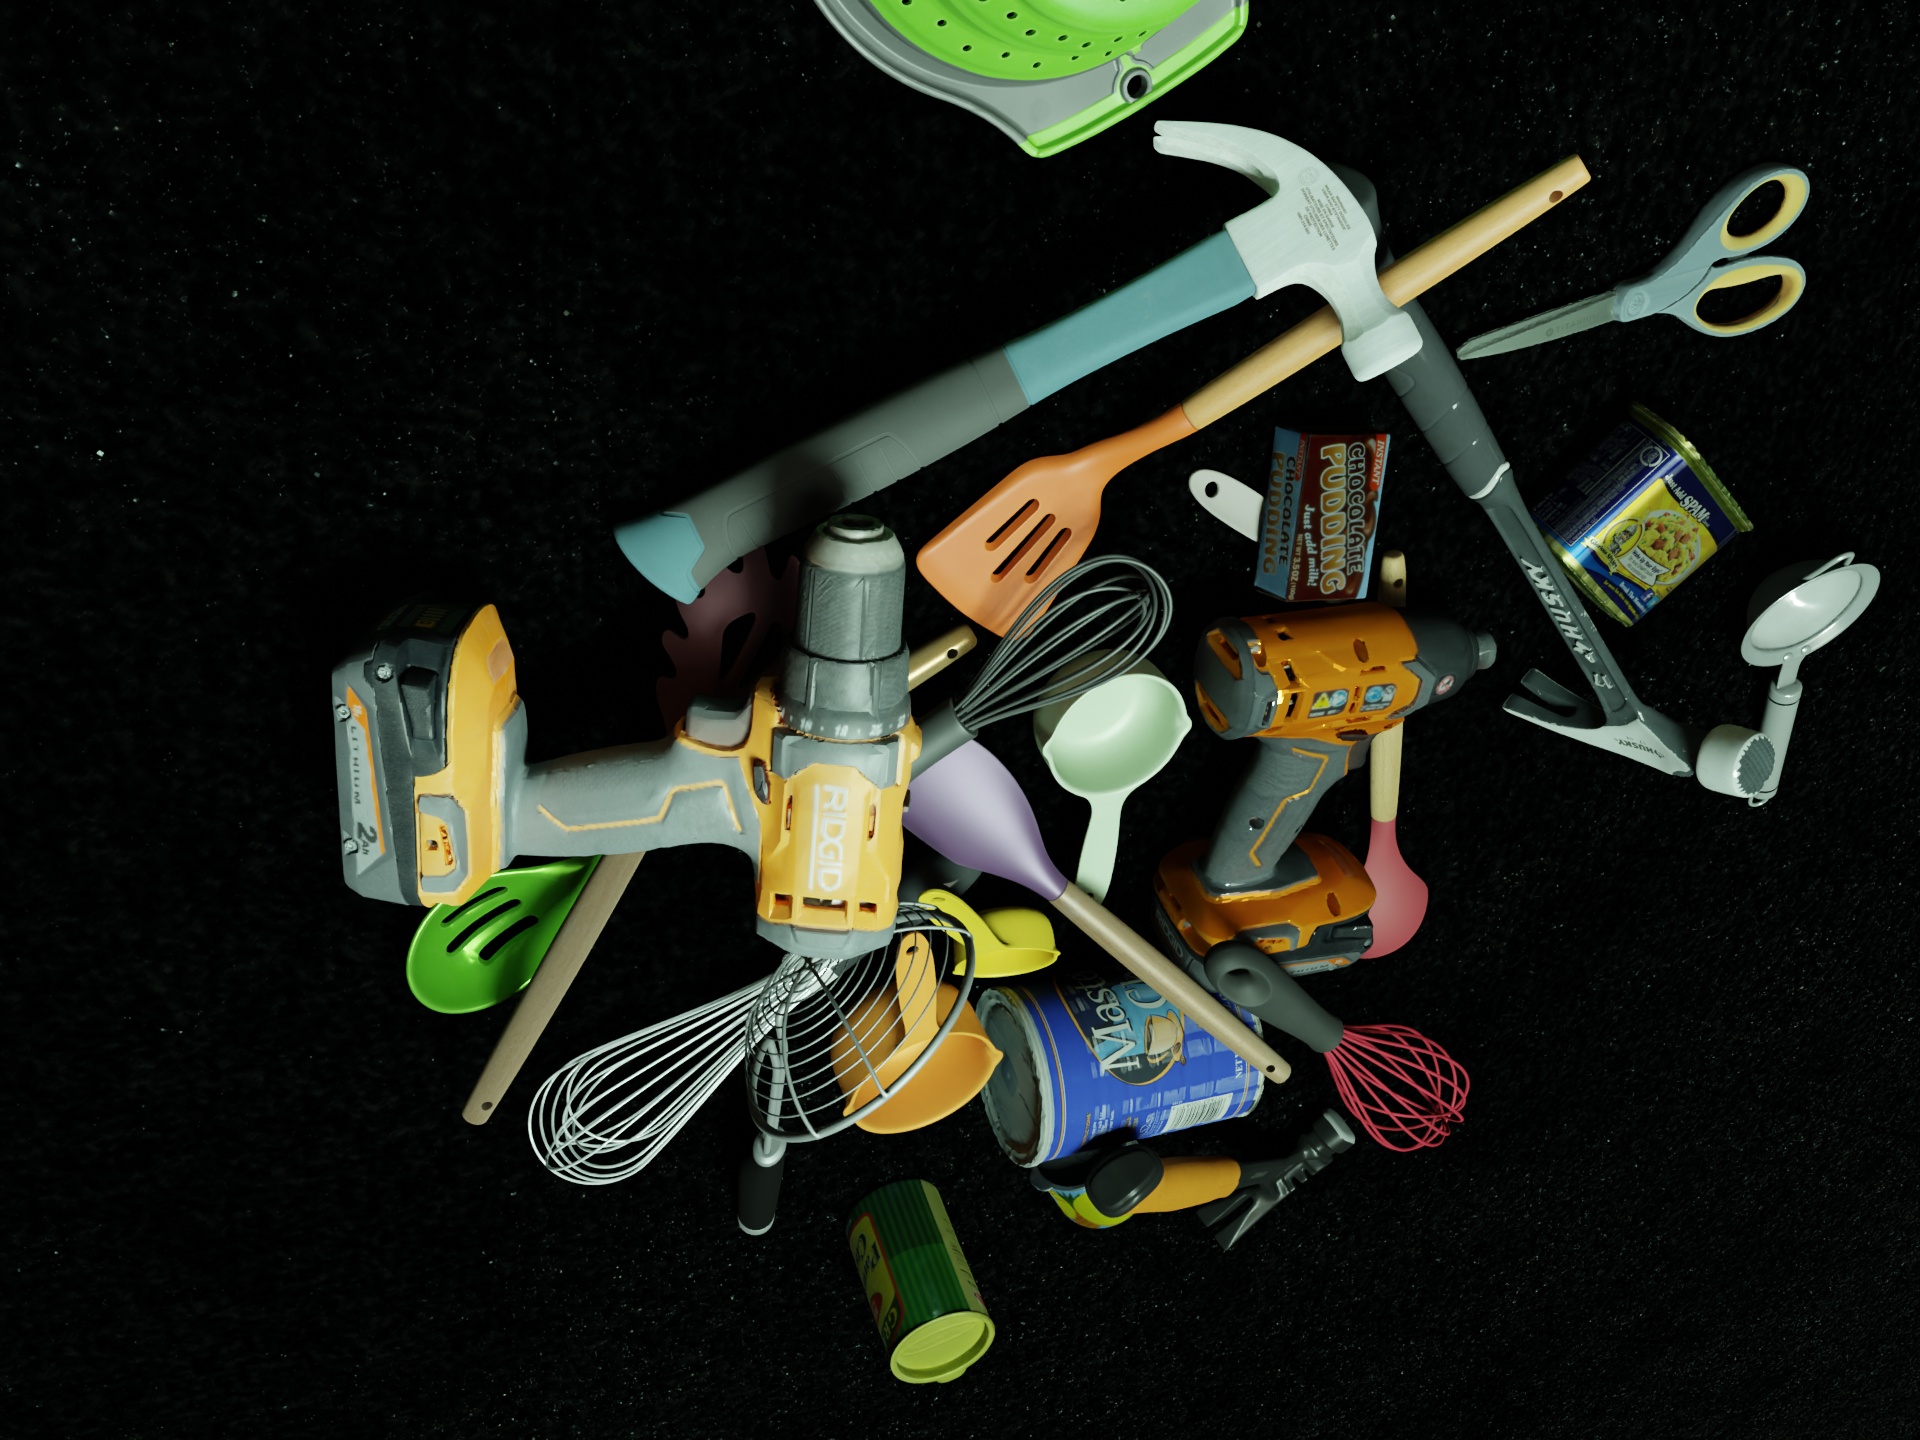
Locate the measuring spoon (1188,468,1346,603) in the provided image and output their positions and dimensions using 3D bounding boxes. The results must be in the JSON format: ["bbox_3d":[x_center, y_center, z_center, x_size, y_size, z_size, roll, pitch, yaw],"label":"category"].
[{"bbox_3d":[0.157,-0.096,0.800,0.124,0.018,0.034,26,97,-30],"label":"measuring spoon"}]

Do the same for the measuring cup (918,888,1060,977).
[{"bbox_3d":[0.008,0.103,0.838,0.062,0.029,0.156,-13,153,14],"label":"measuring cup"}]

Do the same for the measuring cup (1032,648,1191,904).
[{"bbox_3d":[0.070,0.034,0.842,0.083,0.038,0.167,-9,130,-18],"label":"measuring cup"}]

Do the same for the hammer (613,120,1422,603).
[{"bbox_3d":[0.011,-0.135,0.655,0.331,0.033,0.128,-26,89,6],"label":"hammer"}]

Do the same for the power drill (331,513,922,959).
[{"bbox_3d":[-0.128,0.000,0.645,0.226,0.084,0.185,6,114,-2],"label":"power drill"}]

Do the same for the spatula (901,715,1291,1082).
[{"bbox_3d":[0.071,0.103,0.844,0.315,0.018,0.060,41,105,-20],"label":"spatula"}]

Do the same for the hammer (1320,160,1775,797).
[{"bbox_3d":[0.265,-0.107,0.784,0.036,0.149,0.408,-50,122,-11],"label":"hammer"}]

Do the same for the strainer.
[{"bbox_3d":[0.517,-0.025,0.999,0.087,0.050,0.258,-20,137,-1],"label":"strainer"}]

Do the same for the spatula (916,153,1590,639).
[{"bbox_3d":[0.123,-0.140,0.695,0.322,0.041,0.081,-30,135,26],"label":"spatula"}]

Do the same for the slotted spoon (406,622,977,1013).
[{"bbox_3d":[-0.127,0.041,0.763,0.314,0.031,0.070,-32,129,-2],"label":"slotted spoon"}]

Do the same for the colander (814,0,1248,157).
[{"bbox_3d":[0.009,-0.351,0.481,0.204,0.095,0.396,-32,132,1],"label":"colander"}]

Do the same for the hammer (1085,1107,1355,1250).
[{"bbox_3d":[0.153,0.292,1.003,0.127,0.034,0.336,-44,151,12],"label":"hammer"}]

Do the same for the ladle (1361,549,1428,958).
[{"bbox_3d":[0.249,0.034,0.932,0.069,0.031,0.315,-17,128,-9],"label":"ladle"}]

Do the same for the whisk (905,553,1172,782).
[{"bbox_3d":[-0.002,-0.003,0.759,0.239,0.055,0.055,-35,133,19],"label":"whisk"}]

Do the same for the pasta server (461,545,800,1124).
[{"bbox_3d":[-0.157,0.060,0.733,0.060,0.040,0.316,23,108,-27],"label":"pasta server"}]

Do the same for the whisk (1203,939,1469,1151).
[{"bbox_3d":[0.220,0.187,0.922,0.073,0.073,0.295,-44,133,11],"label":"whisk"}]

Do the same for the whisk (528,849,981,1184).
[{"bbox_3d":[-0.103,0.150,0.841,0.284,0.070,0.070,-35,132,-3],"label":"whisk"}]

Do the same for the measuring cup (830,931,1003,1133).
[{"bbox_3d":[-0.031,0.155,0.867,0.095,0.052,0.173,-17,136,-15],"label":"measuring cup"}]

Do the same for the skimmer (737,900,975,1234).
[{"bbox_3d":[-0.069,0.209,0.819,0.090,0.127,0.363,24,143,7],"label":"skimmer"}]

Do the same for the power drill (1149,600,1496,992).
[{"bbox_3d":[0.195,0.036,0.862,0.164,0.084,0.226,-8,129,-18],"label":"power drill"}]
